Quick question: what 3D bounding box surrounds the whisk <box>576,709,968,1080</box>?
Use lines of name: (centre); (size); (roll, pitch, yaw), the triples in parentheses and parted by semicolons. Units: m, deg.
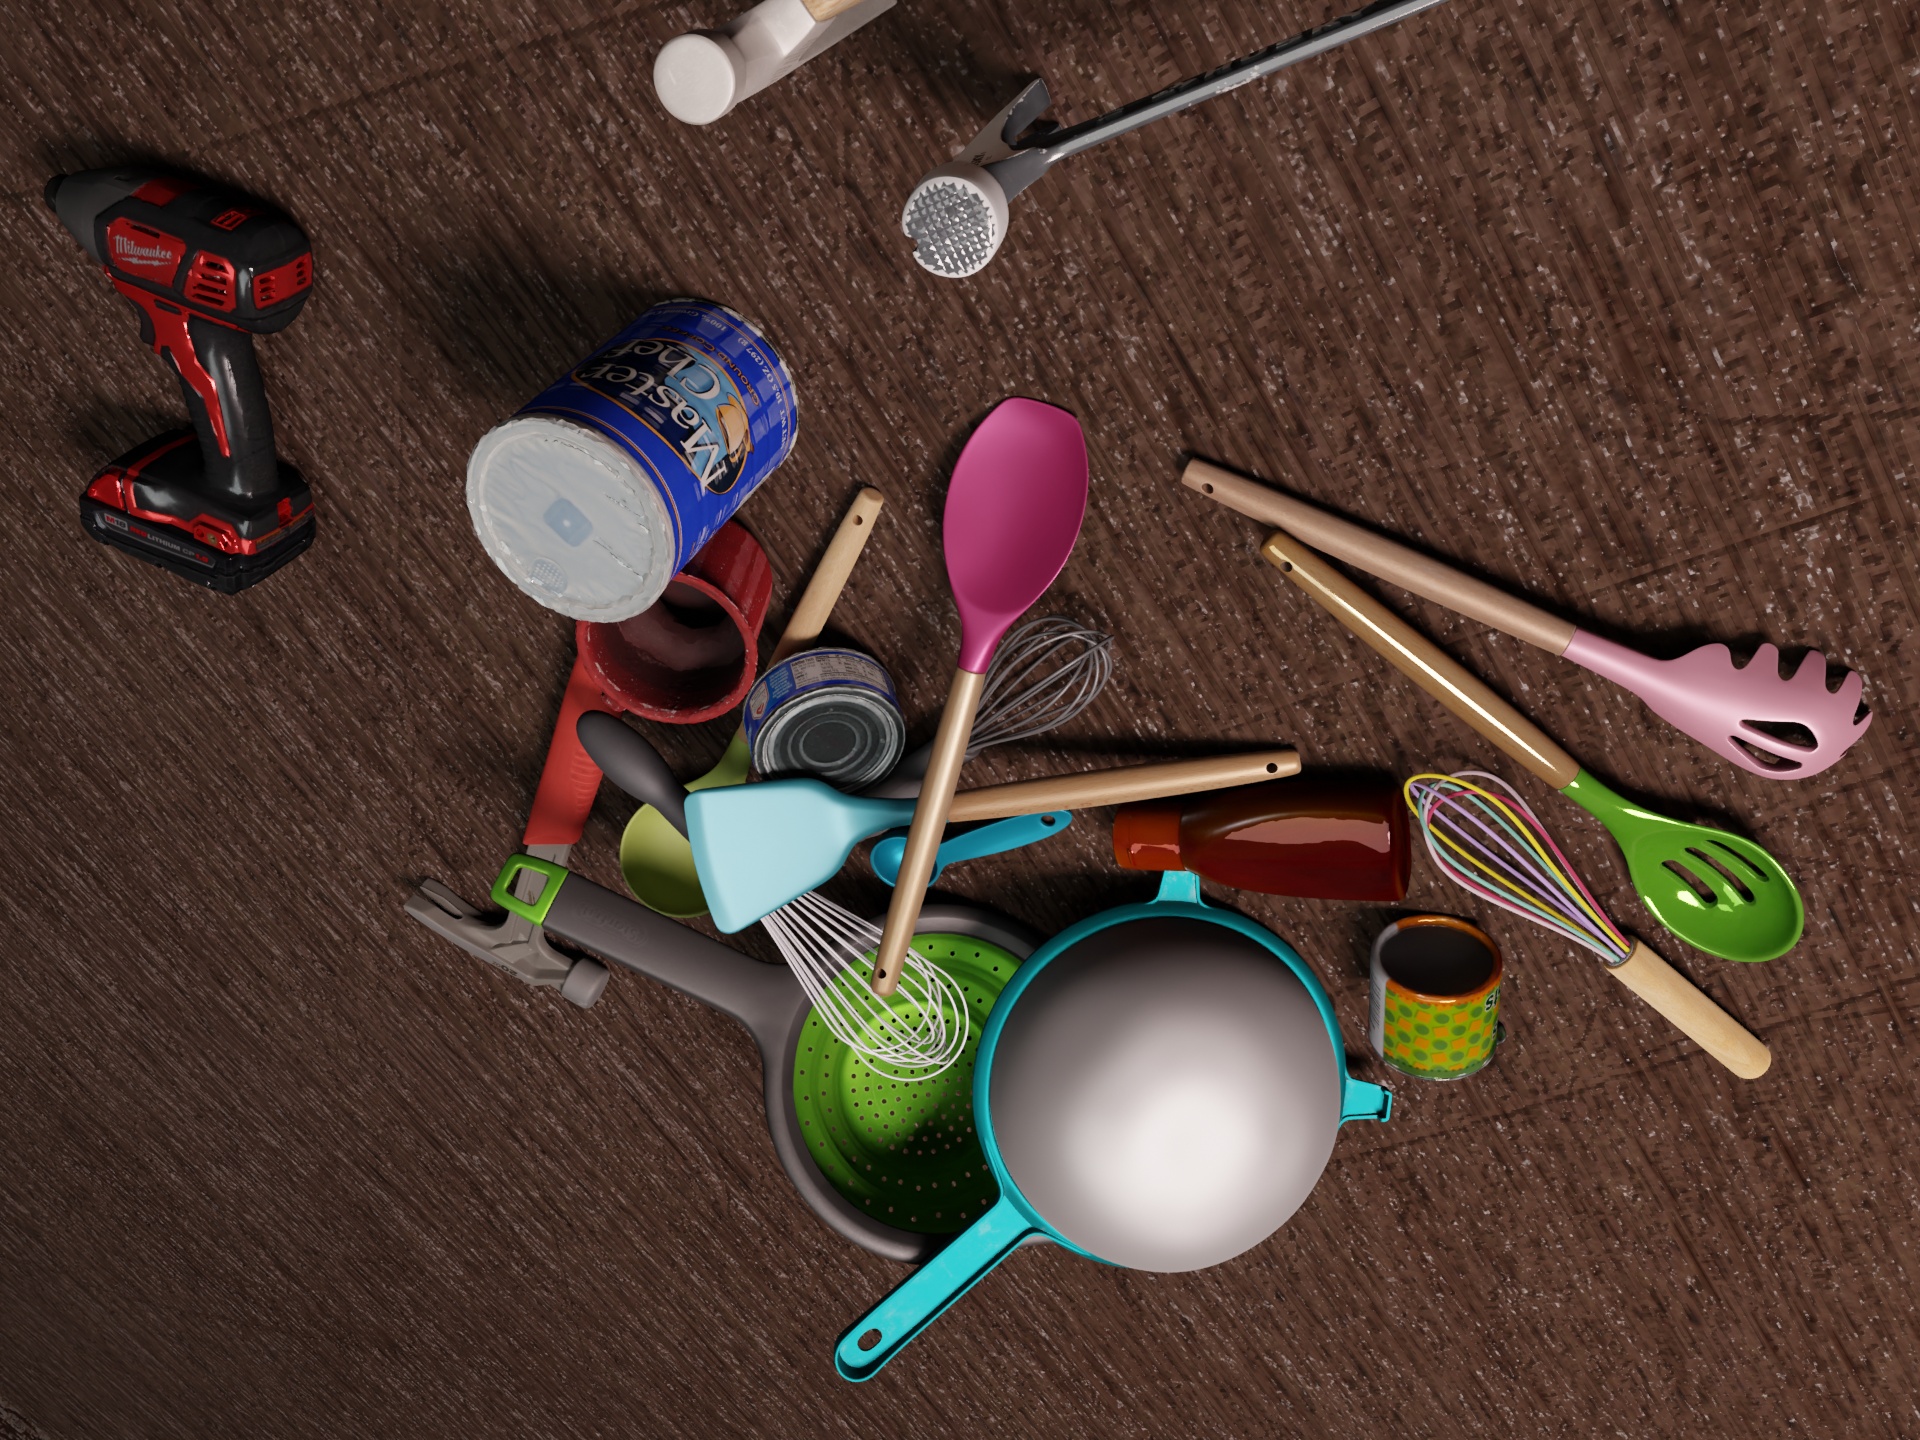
whisk: (-0.108, 0.092, 0.888); (0.284, 0.070, 0.070); (43, 131, 2)

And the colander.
colander: (-0.091, 0.182, 0.953); (0.397, 0.204, 0.094); (26, 163, -3)

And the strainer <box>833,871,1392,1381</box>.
strainer: (0.067, 0.249, 0.844); (0.340, 0.095, 0.211); (-41, 98, -2)

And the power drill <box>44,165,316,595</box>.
power drill: (-0.429, -0.191, 0.877); (0.143, 0.079, 0.219); (22, 128, 7)

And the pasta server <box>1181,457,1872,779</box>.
pasta server: (0.247, -0.051, 0.711); (0.316, 0.040, 0.060); (26, 131, 10)

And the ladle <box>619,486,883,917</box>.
ladle: (-0.114, -0.002, 0.890); (0.078, 0.062, 0.320); (32, 129, -1)

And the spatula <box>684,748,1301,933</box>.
spatula: (0.017, 0.047, 0.828); (0.317, 0.044, 0.082); (-9, 105, 11)

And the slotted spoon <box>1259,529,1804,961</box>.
slotted spoon: (0.263, 0.010, 0.736); (0.313, 0.031, 0.070); (36, 140, -7)

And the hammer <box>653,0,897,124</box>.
hammer: (0.038, -0.320, 0.556); (0.331, 0.130, 0.031); (-27, 111, 25)

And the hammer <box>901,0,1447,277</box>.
hammer: (0.177, -0.254, 0.540); (0.409, 0.149, 0.036); (-15, 118, 22)

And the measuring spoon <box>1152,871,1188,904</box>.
measuring spoon: (0.115, 0.134, 0.919); (0.034, 0.018, 0.124); (17, 123, 14)

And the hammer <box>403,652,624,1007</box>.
hammer: (-0.259, 0.047, 1.004); (0.149, 0.037, 0.358); (29, 132, 1)

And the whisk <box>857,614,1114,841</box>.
whisk: (0.000, 0.013, 0.856); (0.055, 0.055, 0.239); (42, 134, -9)

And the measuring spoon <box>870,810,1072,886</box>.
measuring spoon: (0.007, 0.066, 0.915); (0.128, 0.021, 0.042); (-18, 121, 23)

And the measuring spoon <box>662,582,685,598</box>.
measuring spoon: (-0.204, -0.095, 0.891); (0.117, 0.011, 0.021); (21, 128, 13)

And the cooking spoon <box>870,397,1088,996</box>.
cooking spoon: (-0.001, -0.003, 0.793); (0.069, 0.017, 0.318); (21, 108, 16)

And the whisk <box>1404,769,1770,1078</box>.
whisk: (0.313, 0.102, 0.785); (0.245, 0.051, 0.047); (38, 125, -10)
